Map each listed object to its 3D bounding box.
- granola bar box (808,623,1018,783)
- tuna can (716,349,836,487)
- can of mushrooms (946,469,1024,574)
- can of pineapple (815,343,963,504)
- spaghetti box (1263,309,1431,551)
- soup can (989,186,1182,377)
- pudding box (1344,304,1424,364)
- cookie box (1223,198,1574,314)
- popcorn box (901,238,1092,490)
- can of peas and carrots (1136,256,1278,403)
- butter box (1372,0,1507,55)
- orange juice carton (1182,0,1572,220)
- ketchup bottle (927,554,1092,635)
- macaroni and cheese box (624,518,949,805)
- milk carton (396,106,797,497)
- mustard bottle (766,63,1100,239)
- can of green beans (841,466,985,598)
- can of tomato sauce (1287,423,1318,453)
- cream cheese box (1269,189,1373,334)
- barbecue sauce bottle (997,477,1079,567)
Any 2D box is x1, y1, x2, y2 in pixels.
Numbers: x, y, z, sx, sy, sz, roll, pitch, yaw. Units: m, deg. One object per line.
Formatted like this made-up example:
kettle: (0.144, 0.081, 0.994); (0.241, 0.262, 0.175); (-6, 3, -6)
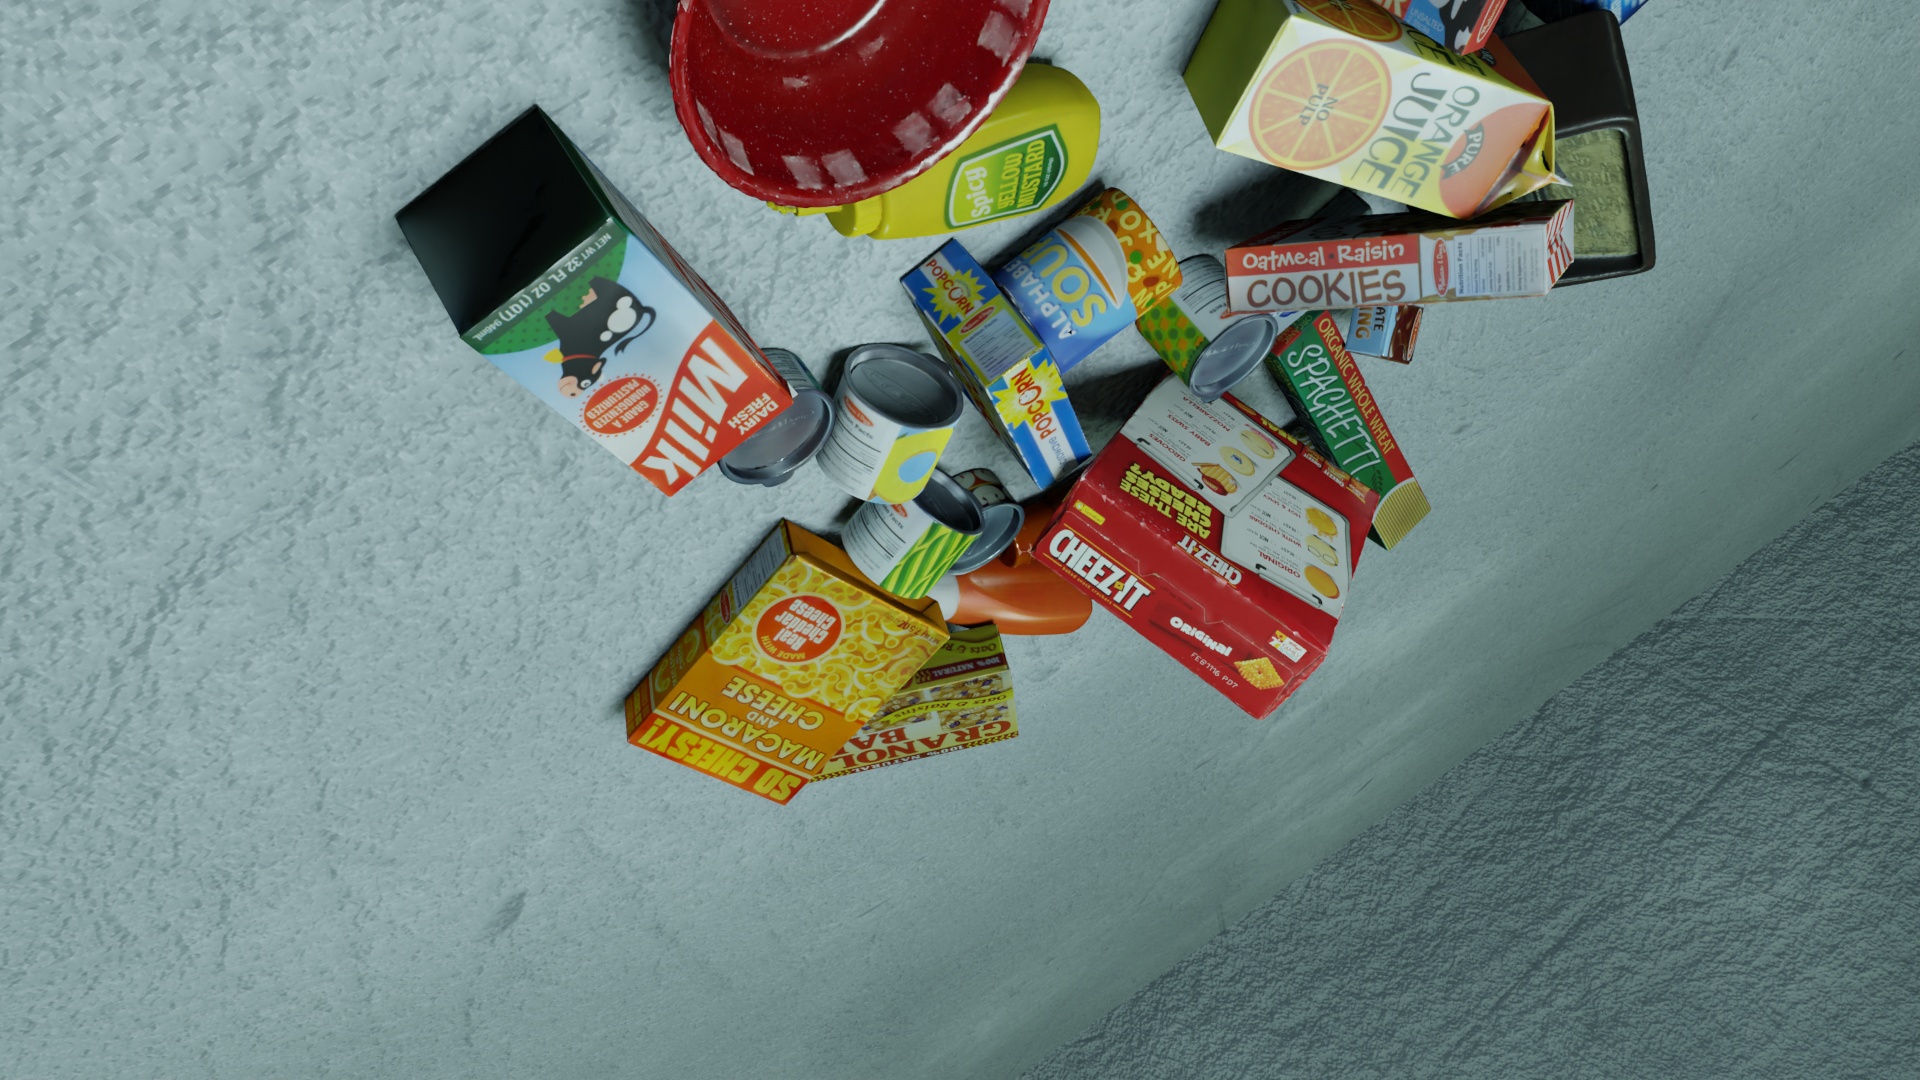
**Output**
granola bar box: (-0.046, 0.116, 0.971); (0.166, 0.039, 0.123); (-12, 150, -2)
tuna can: (-0.100, -0.061, 0.705); (0.071, 0.033, 0.070); (-27, 150, -17)
can of mushrooms: (0.003, -0.011, 0.895); (0.071, 0.033, 0.070); (-27, 151, -16)
can of pineapple: (-0.037, -0.062, 0.738); (0.071, 0.071, 0.057); (-12, 144, -38)
spaghetti box: (0.284, -0.080, 1.018); (0.050, 0.029, 0.249); (-45, 132, -2)
soup can: (0.065, -0.138, 0.736); (0.084, 0.071, 0.071); (-37, 152, 0)
pudding box: (0.295, -0.165, 0.950); (0.050, 0.030, 0.083); (-1, 104, -49)
cookie box: (0.246, -0.159, 0.778); (0.123, 0.167, 0.040); (-33, 120, -55)
popcorn box: (0.022, -0.090, 0.741); (0.038, 0.085, 0.126); (-35, 152, 0)
can of peas and carrots: (0.150, -0.129, 0.852); (0.071, 0.059, 0.070); (-27, 151, -16)
butter box: (0.211, -0.277, 0.650); (0.024, 0.104, 0.052); (-28, 150, -33)
orange juice carton: (0.218, -0.221, 0.697); (0.193, 0.072, 0.072); (10, 133, -19)
ketchup bottle: (0.019, 0.035, 0.957); (0.149, 0.065, 0.043); (0, 144, -36)
macaroni and cheese box: (-0.107, 0.079, 0.854); (0.123, 0.040, 0.166); (31, 113, -32)
milk carton: (-0.136, -0.083, 0.585); (0.072, 0.073, 0.190); (-38, 151, 3)
mustard bottle: (-0.013, -0.167, 0.624); (0.161, 0.049, 0.065); (-24, 148, -23)
can of green beans: (-0.029, -0.007, 0.830); (0.071, 0.071, 0.057); (7, 130, -52)
can of tomato sauce: (0.274, -0.059, 1.089); (0.083, 0.071, 0.071); (-31, 151, -12)
cream cheese box: (0.223, -0.176, 0.900); (0.103, 0.024, 0.053); (-40, 152, 7)
barbecue sauce bottle: (0.091, -0.021, 0.968); (0.149, 0.044, 0.064); (-21, 148, -26)
